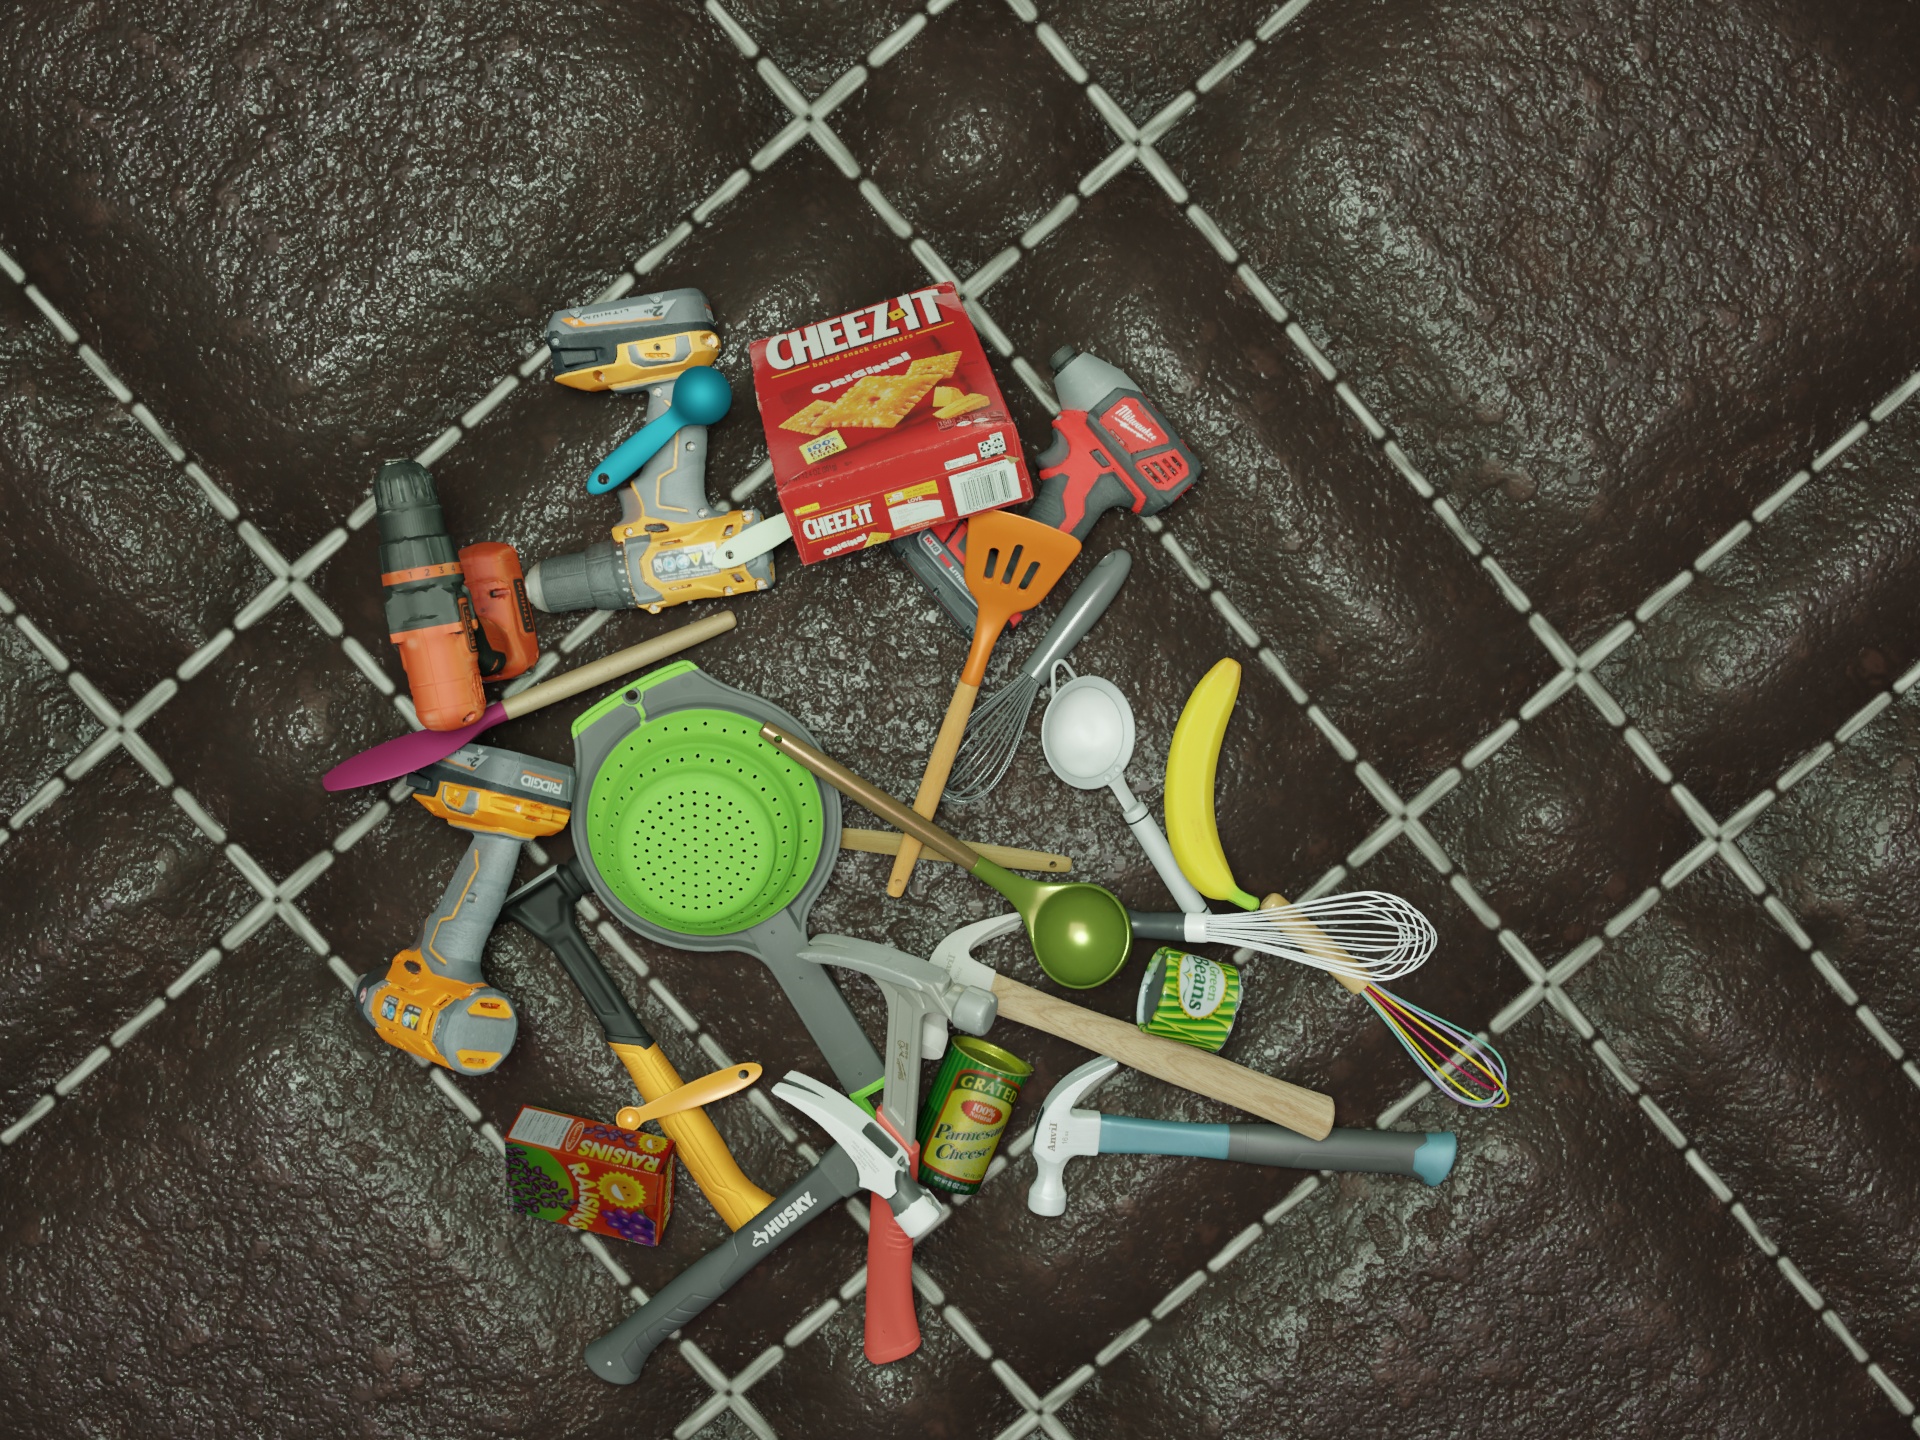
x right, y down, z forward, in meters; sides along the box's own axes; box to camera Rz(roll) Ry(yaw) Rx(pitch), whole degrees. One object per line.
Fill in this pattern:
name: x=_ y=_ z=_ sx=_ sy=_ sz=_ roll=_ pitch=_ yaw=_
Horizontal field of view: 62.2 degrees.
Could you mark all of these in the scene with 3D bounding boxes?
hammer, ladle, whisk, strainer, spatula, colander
hammer: x=0.222 y=0.333 z=1.249 sx=0.331 sy=0.033 sz=0.128 roll=4 pitch=95 yaw=-1
ladle: x=-0.070 y=0.094 z=1.232 sx=0.315 sy=0.031 sz=0.069 roll=7 pitch=98 yaw=-3
ladle: x=-0.010 y=0.093 z=1.165 sx=0.320 sy=0.062 sz=0.078 roll=33 pitch=94 yaw=-10
whisk: x=0.333 y=0.218 z=1.238 sx=0.245 sy=0.047 sz=0.051 roll=41 pitch=94 yaw=0
strainer: x=0.129 y=0.066 z=1.225 sx=0.087 sy=0.050 sz=0.258 roll=-37 pitch=100 yaw=-25
whisk: x=0.056 y=-0.034 z=1.215 sx=0.055 sy=0.055 sz=0.239 roll=37 pitch=89 yaw=-3
hammer: x=-0.057 y=0.331 z=1.186 sx=0.149 sy=0.037 sz=0.358 roll=15 pitch=116 yaw=22
whisk: x=0.210 y=0.156 z=1.195 sx=0.284 sy=0.070 sz=0.070 roll=0 pitch=94 yaw=19
hammer: x=-0.174 y=0.400 z=1.196 sx=0.334 sy=0.035 sz=0.146 roll=-43 pitch=86 yaw=22
hammer: x=-0.251 y=0.272 z=1.237 sx=0.127 sy=0.034 sz=0.337 roll=-33 pitch=94 yaw=1
hammer: x=0.128 y=0.244 z=1.209 sx=0.331 sy=0.031 sz=0.130 roll=21 pitch=58 yaw=-3
spatula: x=-0.002 y=-0.004 z=1.157 sx=0.081 sy=0.041 sz=0.322 roll=18 pitch=112 yaw=-4
colander: x=-0.149 y=0.151 z=1.177 sx=0.204 sy=0.094 sz=0.397 roll=-29 pitch=102 yaw=3

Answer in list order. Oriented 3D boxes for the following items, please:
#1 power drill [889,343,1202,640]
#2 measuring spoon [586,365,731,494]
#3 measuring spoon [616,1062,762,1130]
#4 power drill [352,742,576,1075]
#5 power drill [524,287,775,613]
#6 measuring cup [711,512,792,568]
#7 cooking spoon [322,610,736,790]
power drill: x=0.058 y=-0.170 z=1.191 sx=0.219 sy=0.078 sz=0.143 roll=-40 pitch=94 yaw=-1
measuring spoon: x=-0.217 y=-0.203 z=1.131 sx=0.128 sy=0.021 sz=0.042 roll=-39 pitch=102 yaw=5
measuring spoon: x=-0.207 y=0.286 z=1.219 sx=0.117 sy=0.011 sz=0.021 roll=-20 pitch=102 yaw=-5
power drill: x=-0.375 y=0.131 z=1.169 sx=0.164 sy=0.084 sz=0.226 roll=6 pitch=80 yaw=39
power drill: x=-0.247 y=-0.191 z=1.183 sx=0.185 sy=0.084 sz=0.226 roll=-10 pitch=99 yaw=0
measuring cup: x=-0.109 y=-0.154 z=1.168 sx=0.167 sy=0.038 sz=0.083 roll=-33 pitch=100 yaw=-29
cooking spoon: x=-0.311 y=-0.018 z=1.170 sx=0.319 sy=0.069 sz=0.017 roll=-24 pitch=115 yaw=-20
